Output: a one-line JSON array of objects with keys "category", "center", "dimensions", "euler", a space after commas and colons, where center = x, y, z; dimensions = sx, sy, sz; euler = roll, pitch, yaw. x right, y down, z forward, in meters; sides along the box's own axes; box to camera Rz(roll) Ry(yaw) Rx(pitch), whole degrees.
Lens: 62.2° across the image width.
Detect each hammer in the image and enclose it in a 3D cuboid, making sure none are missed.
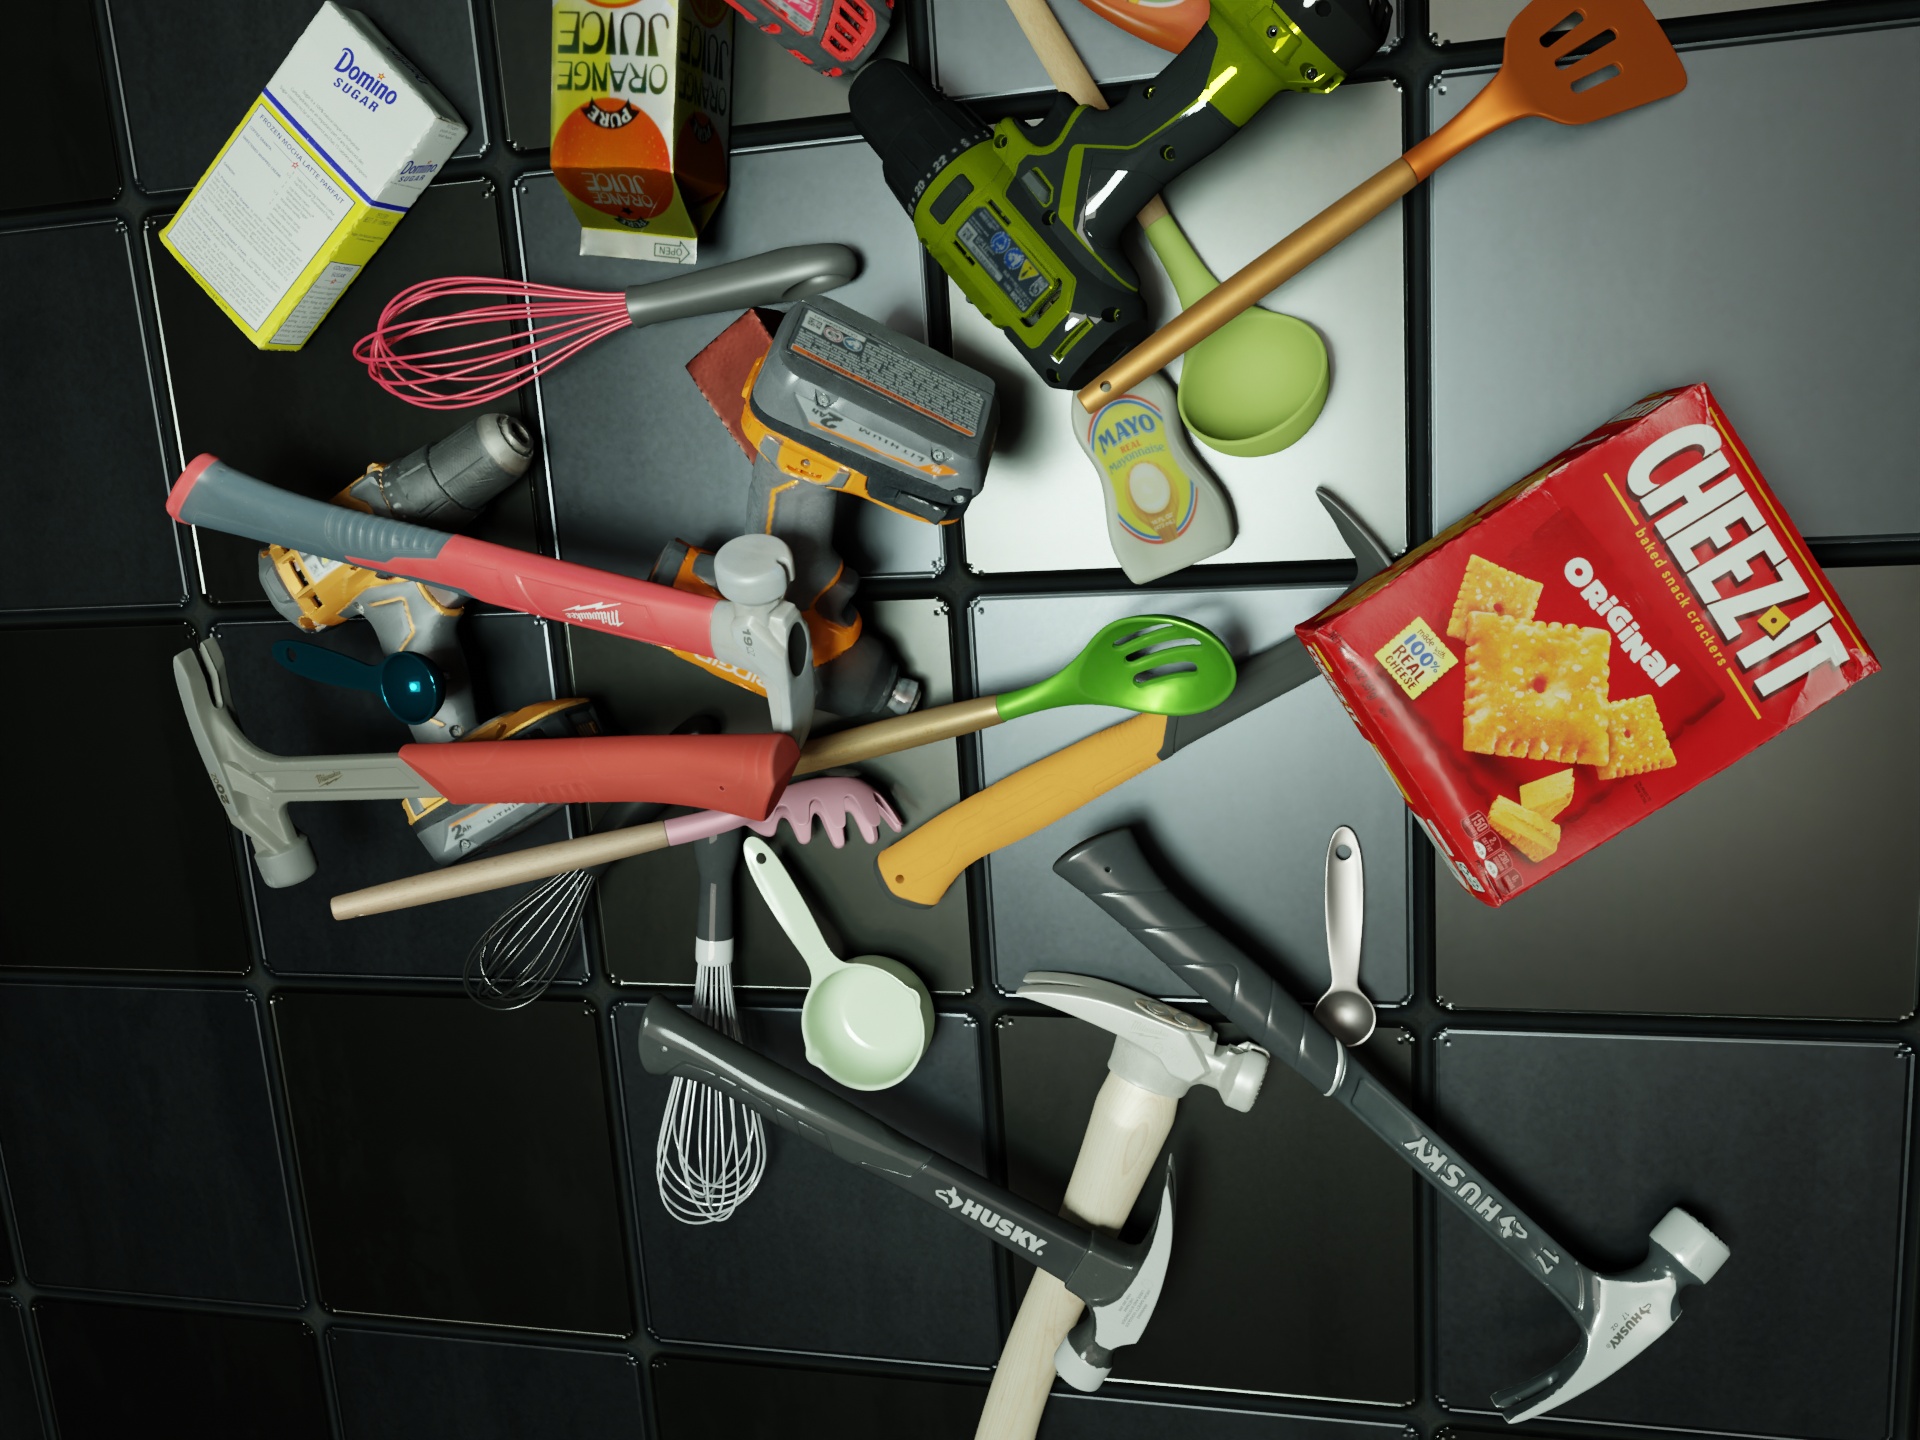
[{"category": "hammer", "center": [0.048, 0.348, 0.958], "dimensions": [0.146, 0.038, 0.410], "euler": [21, 107, 10]}, {"category": "hammer", "center": [-0.256, 0.019, 0.852], "dimensions": [0.359, 0.037, 0.149], "euler": [-2, 114, 21]}, {"category": "hammer", "center": [-0.034, 0.246, 0.908], "dimensions": [0.335, 0.035, 0.146], "euler": [28, 108, 3]}, {"category": "hammer", "center": [-0.258, -0.069, 0.854], "dimensions": [0.386, 0.038, 0.143], "euler": [15, 135, 17]}, {"category": "hammer", "center": [0.090, 0.008, 0.872], "dimensions": [0.337, 0.034, 0.127], "euler": [-30, 95, 18]}, {"category": "hammer", "center": [0.211, 0.204, 0.857], "dimensions": [0.409, 0.036, 0.149], "euler": [41, 91, 1]}]

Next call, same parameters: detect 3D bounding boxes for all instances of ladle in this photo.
[{"category": "ladle", "center": [0.084, -0.275, 0.799], "dimensions": [0.078, 0.062, 0.320], "euler": [-31, 91, 13]}]

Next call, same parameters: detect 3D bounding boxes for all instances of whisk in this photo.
[{"category": "whisk", "center": [-0.150, 0.169, 0.959], "dimensions": [0.070, 0.070, 0.284], "euler": [4, 99, 13]}, {"category": "whisk", "center": [-0.222, 0.088, 0.964], "dimensions": [0.055, 0.055, 0.239], "euler": [42, 104, 2]}, {"category": "whisk", "center": [-0.199, -0.225, 0.881], "dimensions": [0.296, 0.073, 0.073], "euler": [-8, 100, 11]}]

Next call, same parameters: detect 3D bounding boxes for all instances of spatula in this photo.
[{"category": "spatula", "center": [0.192, -0.244, 0.758], "dimensions": [0.322, 0.041, 0.081], "euler": [-34, 89, 9]}]

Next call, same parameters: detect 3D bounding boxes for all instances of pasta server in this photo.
[{"category": "pasta server", "center": [-0.191, 0.077, 0.895], "dimensions": [0.316, 0.060, 0.040], "euler": [-12, 76, -8]}]

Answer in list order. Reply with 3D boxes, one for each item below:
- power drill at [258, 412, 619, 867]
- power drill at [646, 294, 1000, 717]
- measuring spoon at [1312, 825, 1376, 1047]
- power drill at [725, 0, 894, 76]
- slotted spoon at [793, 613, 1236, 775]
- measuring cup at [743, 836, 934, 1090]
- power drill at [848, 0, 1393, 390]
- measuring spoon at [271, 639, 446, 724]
[{"category": "power drill", "center": [-0.287, -0.052, 0.932], "dimensions": [0.185, 0.084, 0.226], "euler": [-30, 89, 17]}, {"category": "power drill", "center": [-0.064, -0.091, 0.828], "dimensions": [0.164, 0.084, 0.226], "euler": [24, 135, -12]}, {"category": "measuring spoon", "center": [0.211, 0.119, 0.880], "dimensions": [0.034, 0.018, 0.124], "euler": [-1, 95, 6]}, {"category": "power drill", "center": [-0.049, -0.434, 0.754], "dimensions": [0.219, 0.143, 0.079], "euler": [-49, 46, 18]}, {"category": "slotted spoon", "center": [-0.001, -0.003, 0.863], "dimensions": [0.314, 0.031, 0.070], "euler": [-15, 128, 24]}, {"category": "measuring cup", "center": [-0.076, 0.138, 0.945], "dimensions": [0.083, 0.038, 0.167], "euler": [-34, 85, 18]}, {"category": "power drill", "center": [0.064, -0.297, 0.746], "dimensions": [0.228, 0.080, 0.190], "euler": [-43, 81, 27]}, {"category": "measuring spoon", "center": [-0.340, -0.029, 0.905], "dimensions": [0.129, 0.021, 0.042], "euler": [14, 110, 25]}]
